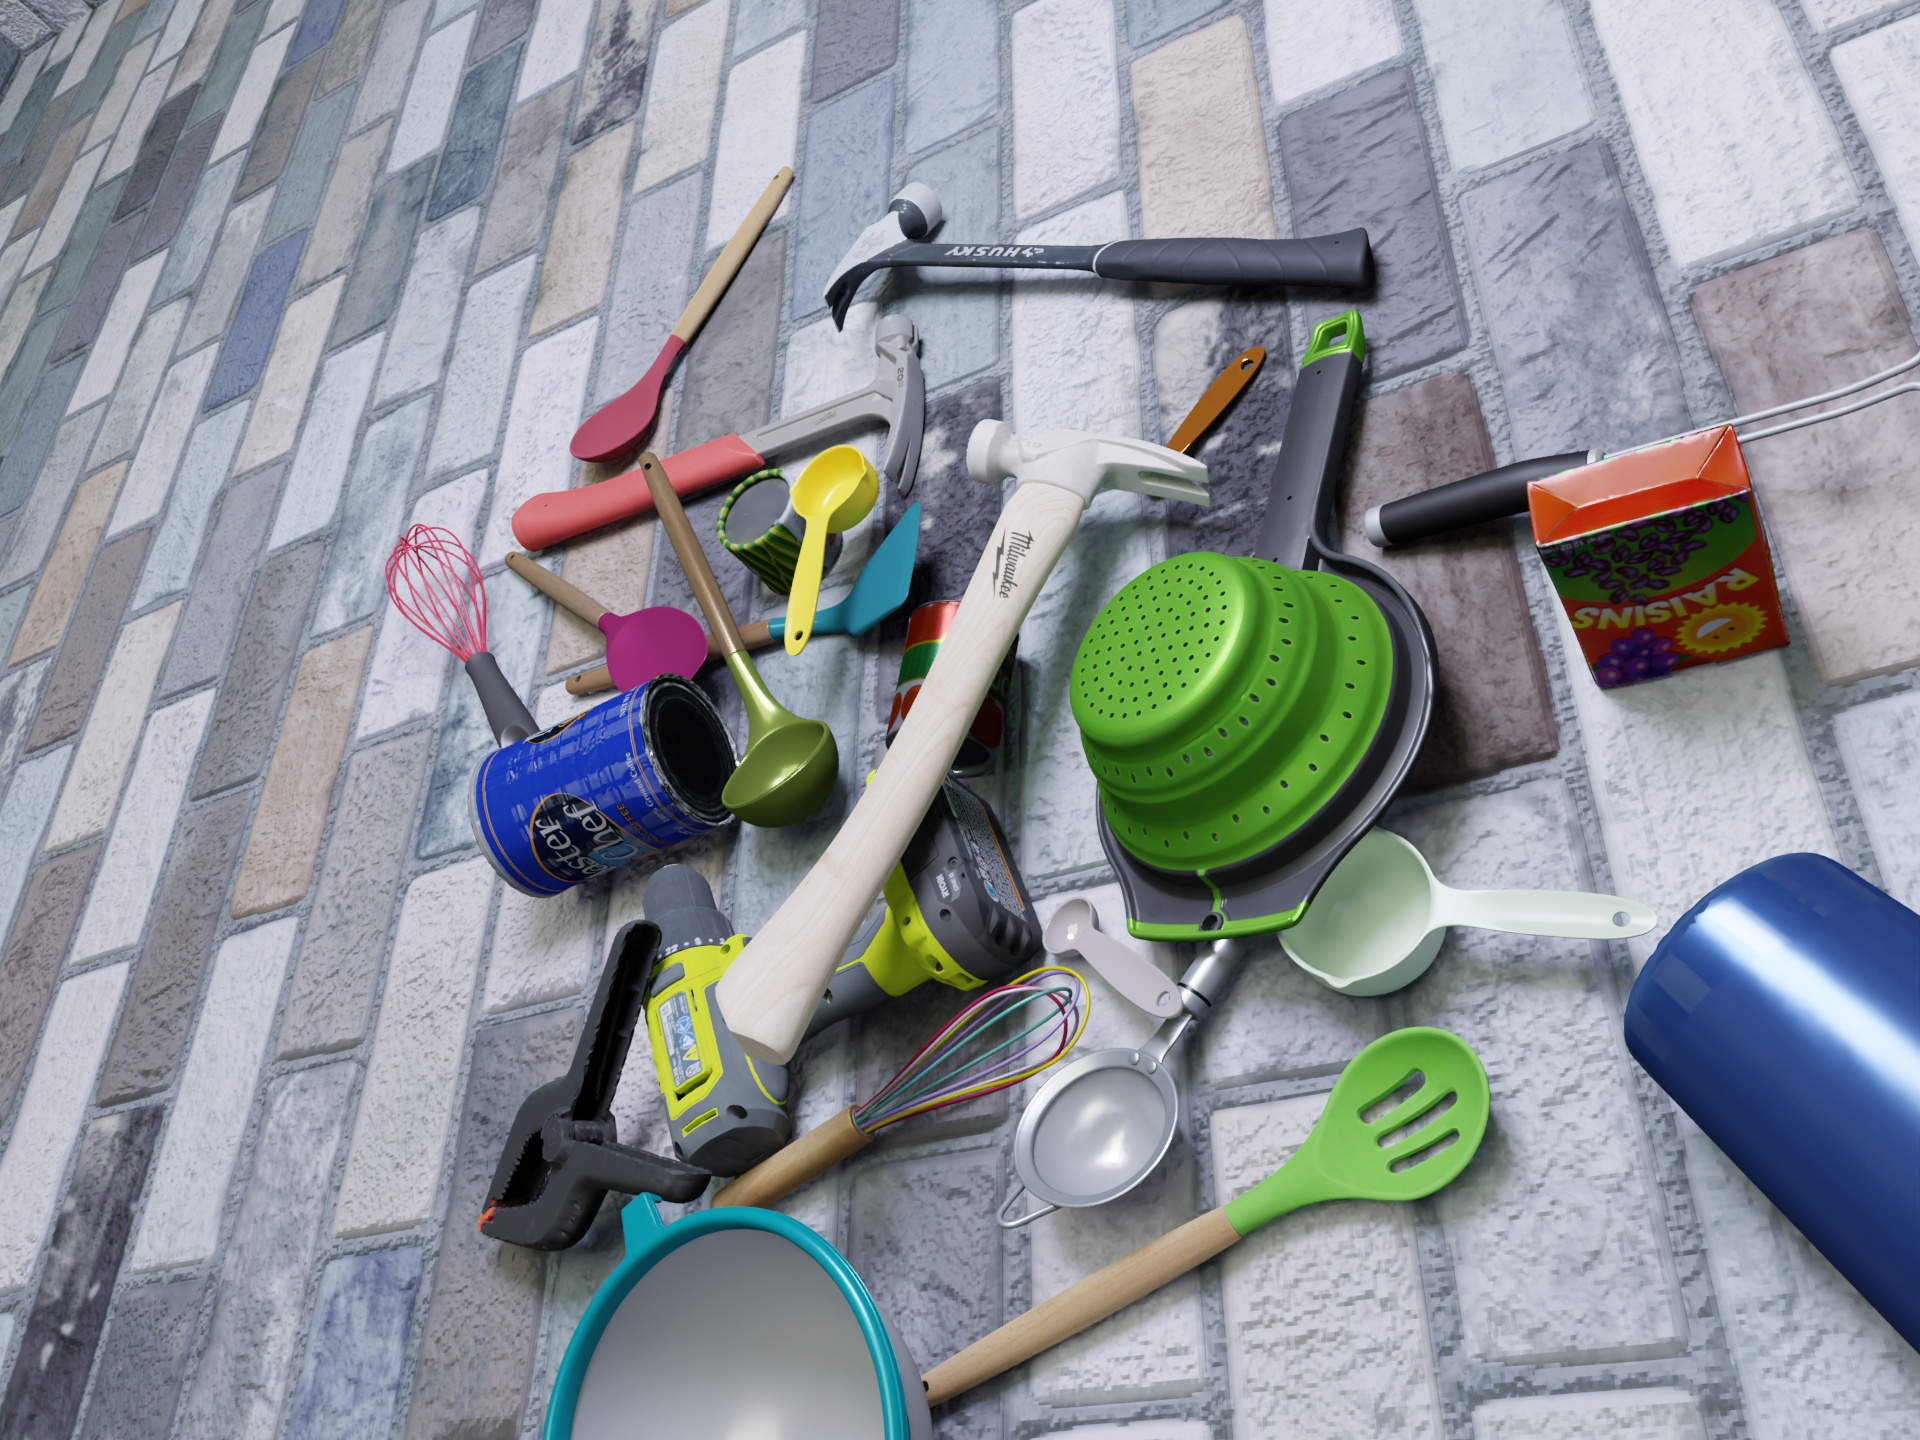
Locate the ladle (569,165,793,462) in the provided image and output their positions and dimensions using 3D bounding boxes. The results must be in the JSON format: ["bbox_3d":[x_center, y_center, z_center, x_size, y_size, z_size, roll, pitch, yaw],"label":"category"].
[{"bbox_3d":[-0.219,-0.331,1.299,0.069,0.031,0.315,17,70,37],"label":"ladle"}]

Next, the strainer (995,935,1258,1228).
[{"bbox_3d":[0.107,0.143,0.763,0.258,0.050,0.087,-53,36,-13],"label":"strainer"}]

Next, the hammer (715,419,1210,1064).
[{"bbox_3d":[-0.001,-0.003,0.834,0.146,0.038,0.411,14,58,24],"label":"hammer"}]

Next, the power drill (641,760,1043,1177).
[{"bbox_3d":[-0.083,0.118,0.885,0.228,0.080,0.191,-35,49,15],"label":"power drill"}]

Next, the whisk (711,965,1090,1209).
[{"bbox_3d":[-0.034,0.200,0.819,0.245,0.051,0.047,-35,75,17],"label":"whisk"}]

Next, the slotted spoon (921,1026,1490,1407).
[{"bbox_3d":[0.101,0.236,0.717,0.313,0.031,0.070,-35,48,13],"label":"slotted spoon"}]

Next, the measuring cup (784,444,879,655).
[{"bbox_3d":[-0.086,-0.104,1.011,0.062,0.029,0.157,-9,59,32],"label":"measuring cup"}]

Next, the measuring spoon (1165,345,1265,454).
[{"bbox_3d":[0.149,-0.182,0.966,0.117,0.011,0.021,-50,47,-8],"label":"measuring spoon"}]

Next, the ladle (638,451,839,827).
[{"bbox_3d":[-0.158,-0.065,1.019,0.078,0.062,0.320,-32,60,8],"label":"ladle"}]

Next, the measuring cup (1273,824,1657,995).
[{"bbox_3d":[0.227,0.091,0.718,0.168,0.038,0.083,0,62,32],"label":"measuring cup"}]

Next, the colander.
[{"bbox_3d":[0.144,-0.084,0.823,0.204,0.094,0.397,-13,50,45],"label":"colander"}]

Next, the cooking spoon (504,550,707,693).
[{"bbox_3d":[-0.266,-0.078,1.151,0.069,0.017,0.319,-54,41,-7],"label":"cooking spoon"}]

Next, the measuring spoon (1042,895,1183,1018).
[{"bbox_3d":[0.079,0.122,0.790,0.034,0.018,0.124,-53,29,-3],"label":"measuring spoon"}]

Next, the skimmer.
[{"bbox_3d":[0.376,-0.119,0.757,0.363,0.090,0.127,-12,55,40],"label":"skimmer"}]

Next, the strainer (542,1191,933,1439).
[{"bbox_3d":[-0.035,0.339,0.693,0.340,0.095,0.211,2,72,36],"label":"strainer"}]

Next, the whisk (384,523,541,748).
[{"bbox_3d":[-0.371,-0.054,1.206,0.073,0.073,0.296,-42,54,4],"label":"whisk"}]

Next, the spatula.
[{"bbox_3d":[-0.152,-0.063,1.068,0.317,0.044,0.082,-14,52,28],"label":"spatula"}]

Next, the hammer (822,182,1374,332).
[{"bbox_3d":[0.082,-0.306,1.057,0.409,0.036,0.149,13,54,36],"label":"hammer"}]

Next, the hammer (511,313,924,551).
[{"bbox_3d":[-0.187,-0.182,1.174,0.359,0.036,0.149,-15,54,25],"label":"hammer"}]
